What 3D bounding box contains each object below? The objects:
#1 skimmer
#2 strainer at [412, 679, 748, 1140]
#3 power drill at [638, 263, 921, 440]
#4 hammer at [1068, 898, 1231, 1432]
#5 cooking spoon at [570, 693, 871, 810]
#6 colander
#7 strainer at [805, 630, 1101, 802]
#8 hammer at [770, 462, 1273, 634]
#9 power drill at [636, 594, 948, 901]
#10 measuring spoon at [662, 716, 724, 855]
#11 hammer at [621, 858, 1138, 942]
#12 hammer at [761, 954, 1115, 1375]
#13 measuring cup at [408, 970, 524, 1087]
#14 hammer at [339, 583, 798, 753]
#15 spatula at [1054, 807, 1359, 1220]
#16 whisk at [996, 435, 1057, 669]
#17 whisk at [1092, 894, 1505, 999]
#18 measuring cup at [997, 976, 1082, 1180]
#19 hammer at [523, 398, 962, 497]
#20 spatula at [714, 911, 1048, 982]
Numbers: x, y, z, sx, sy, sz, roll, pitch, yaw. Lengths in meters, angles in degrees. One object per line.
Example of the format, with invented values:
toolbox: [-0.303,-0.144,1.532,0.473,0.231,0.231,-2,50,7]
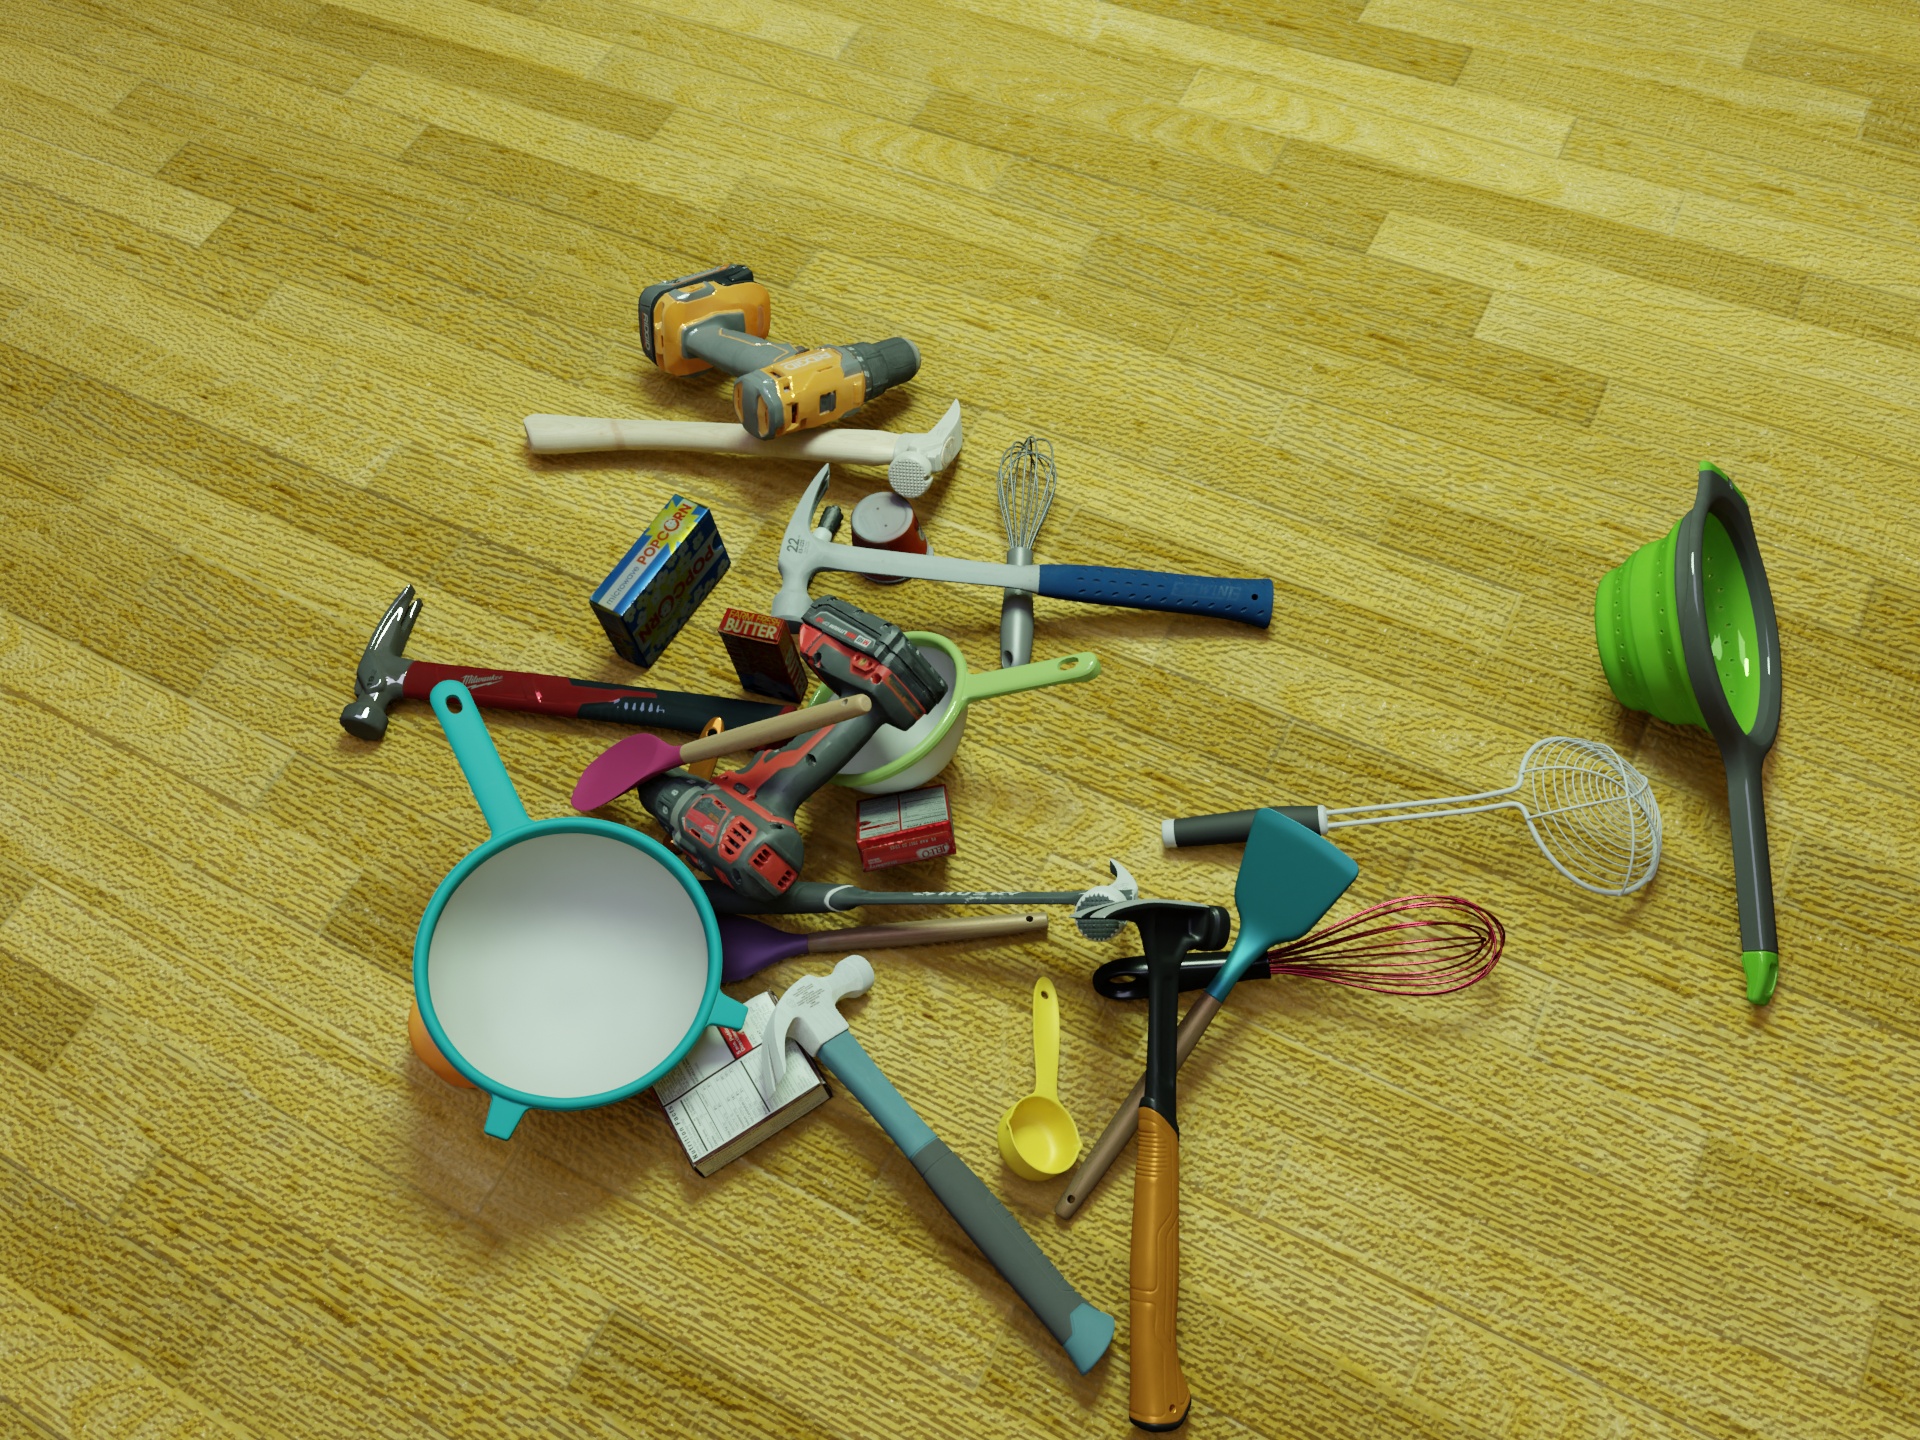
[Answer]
skimmer: [0.339,0.083,1.207,0.363,0.090,0.127,-7,60,14]
strainer: [-0.313,0.130,1.168,0.211,0.095,0.341,-23,72,-23]
power drill: [-0.164,-0.339,1.447,0.185,0.084,0.226,-27,48,-33]
hammer: [0.124,0.286,1.038,0.034,0.127,0.337,-9,77,50]
cooking spoon: [-0.185,0.021,1.176,0.319,0.017,0.069,-15,44,38]
colander: [0.542,0.011,1.185,0.094,0.204,0.397,-10,72,40]
strainer: [-0.002,-0.004,1.242,0.256,0.069,0.152,-12,47,25]
hammer: [0.054,-0.123,1.309,0.405,0.035,0.144,6,70,-2]
power drill: [-0.139,0.016,1.211,0.227,0.080,0.188,-51,42,-11]
measuring spoon: [-0.214,0.052,1.274,0.021,0.011,0.117,18,84,8]
hammer: [-0.068,0.131,1.190,0.409,0.149,0.036,-1,94,15]
hammer: [-0.015,0.306,1.098,0.331,0.033,0.128,45,40,20]
measuring cup: [-0.355,0.189,1.210,0.095,0.052,0.174,13,65,14]
hammer: [-0.321,-0.032,1.341,0.386,0.038,0.143,7,60,10]
spatula: [0.158,0.212,1.107,0.082,0.044,0.317,33,84,21]
whisk: [0.054,-0.141,1.357,0.055,0.055,0.239,1,65,7]
whisk: [0.242,0.172,1.152,0.296,0.073,0.073,-8,60,8]
measuring cup: [0.055,0.256,1.142,0.062,0.029,0.157,22,44,-19]
hammer: [-0.202,-0.258,1.442,0.411,0.038,0.146,6,33,16]
spatula: [-0.090,0.165,1.214,0.316,0.018,0.060,-5,59,4]
